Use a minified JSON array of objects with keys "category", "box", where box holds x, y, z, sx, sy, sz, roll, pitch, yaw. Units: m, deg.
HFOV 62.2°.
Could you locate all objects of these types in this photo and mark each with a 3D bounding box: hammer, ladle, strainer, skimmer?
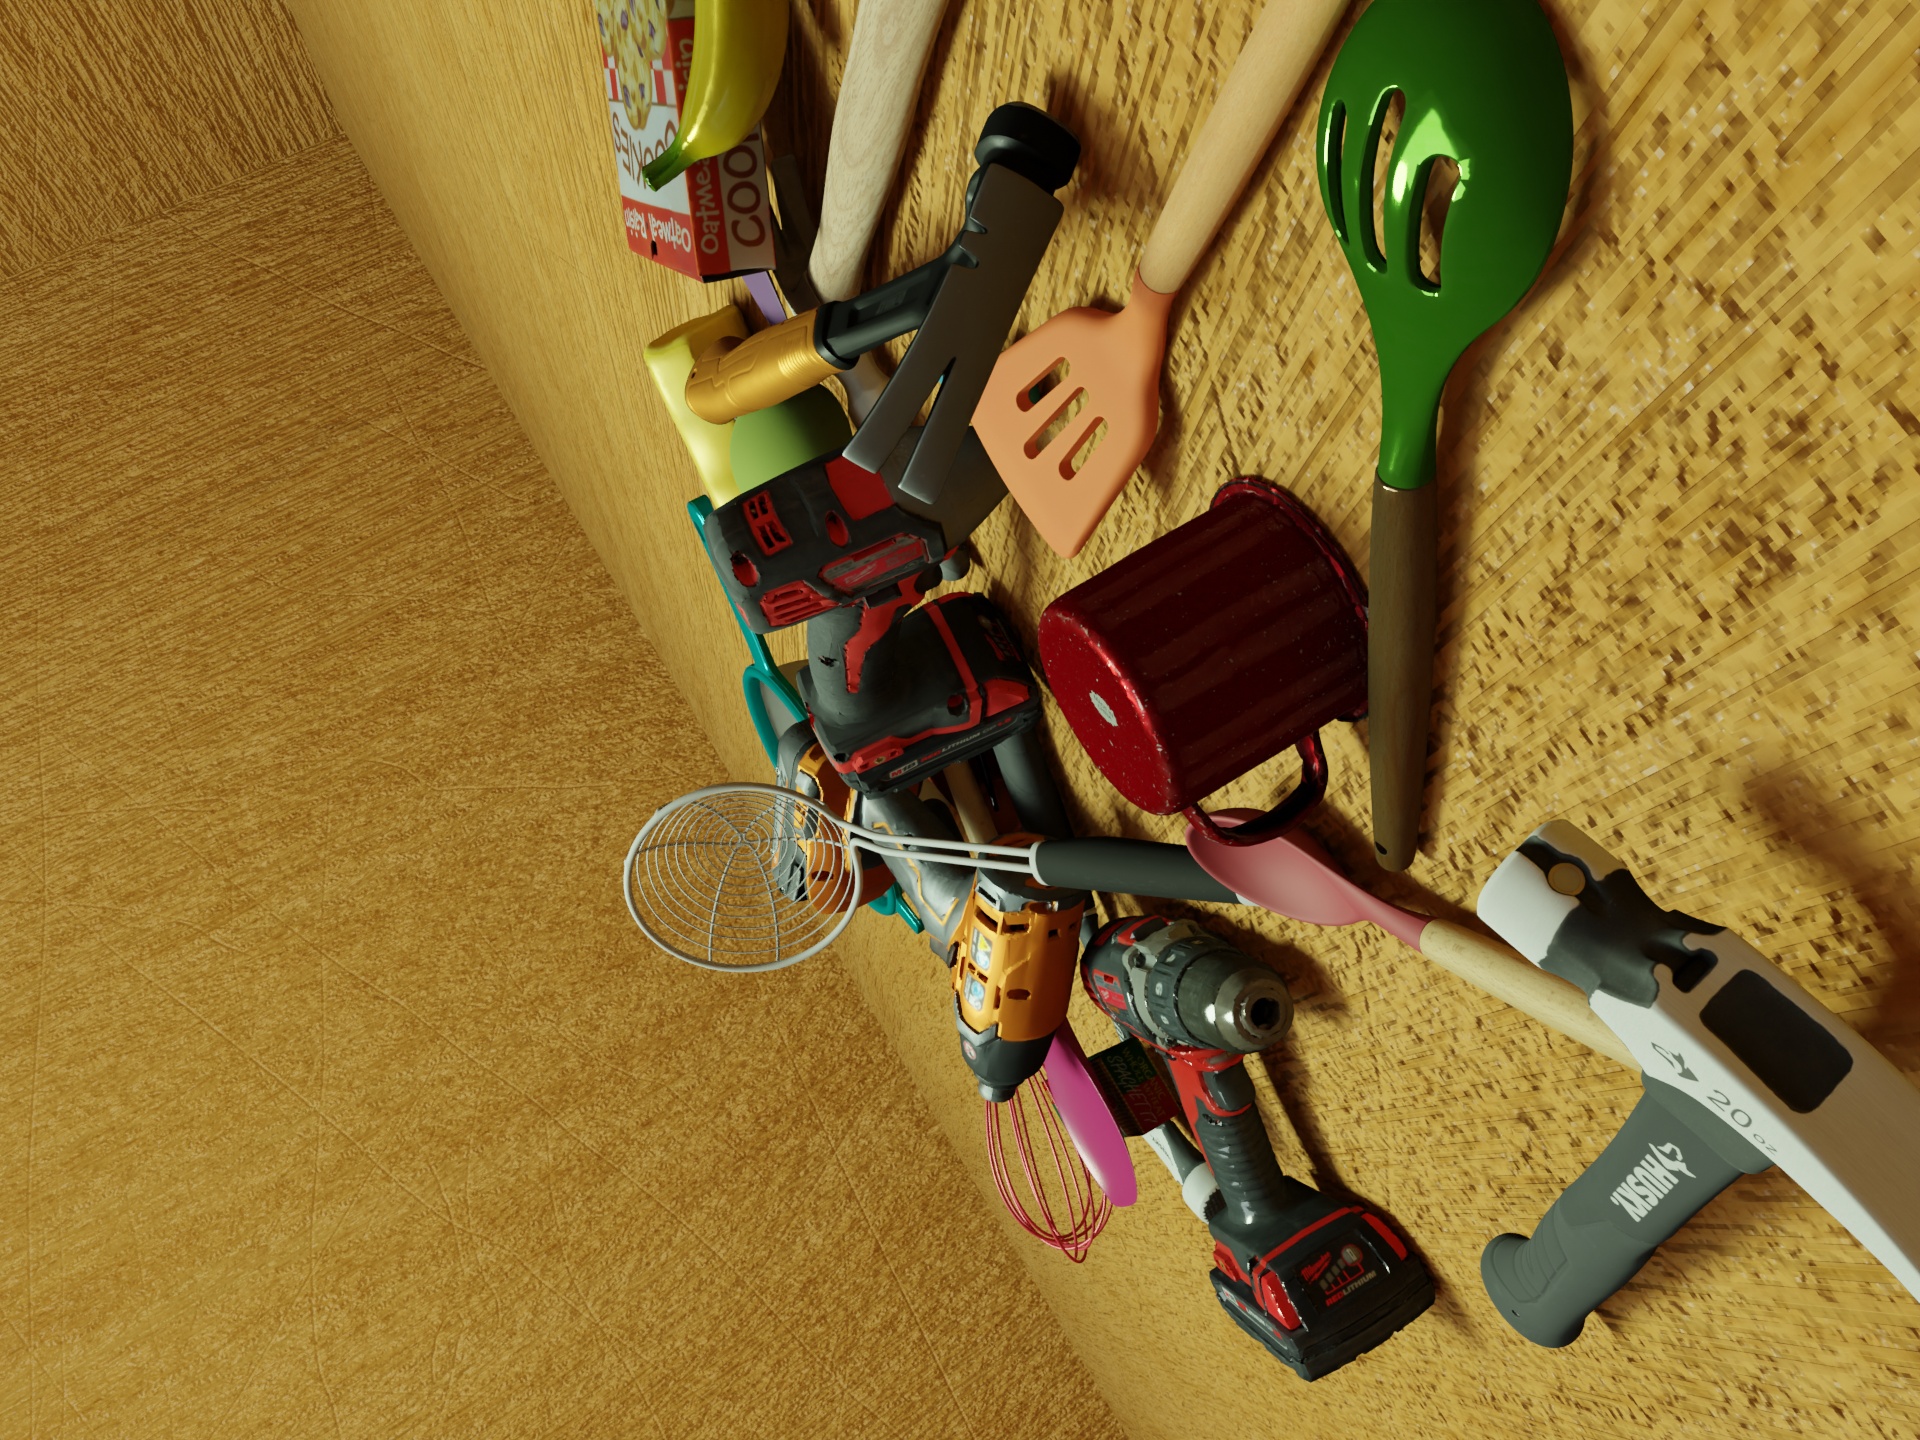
[{"category":"hammer","box":[0.078,0.130,0.974,0.149,0.036,0.408,41,157,57]},{"category":"hammer","box":[-0.043,-0.227,0.658,0.130,0.031,0.331,59,167,3]},{"category":"ladle","box":[-0.064,-0.069,0.916,0.078,0.062,0.319,42,164,30]},{"category":"strainer","box":[-0.091,-0.022,1.152,0.211,0.095,0.340,30,145,61]},{"category":"hammer","box":[-0.060,-0.145,0.643,0.034,0.127,0.337,25,175,-23]},{"category":"skimmer","box":[-0.019,0.086,0.777,0.363,0.090,0.127,1,132,42]},{"category":"hammer","box":[0.206,0.152,0.483,0.146,0.035,0.334,44,166,28]},{"category":"ladle","box":[0.172,0.080,0.523,0.069,0.031,0.316,45,172,-25]}]

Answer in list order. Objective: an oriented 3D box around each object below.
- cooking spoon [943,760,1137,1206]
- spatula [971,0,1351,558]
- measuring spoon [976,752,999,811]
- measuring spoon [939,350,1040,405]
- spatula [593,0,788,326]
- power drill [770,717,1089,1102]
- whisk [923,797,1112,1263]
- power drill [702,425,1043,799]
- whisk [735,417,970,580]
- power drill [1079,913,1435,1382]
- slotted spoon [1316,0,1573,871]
[{"category":"cooking spoon","box":[0.037,0.127,0.927,0.319,0.017,0.068,68,156,13]},{"category":"spatula","box":[0.057,-0.137,0.457,0.081,0.041,0.322,59,166,7]},{"category":"measuring spoon","box":[-0.002,-0.003,0.950,0.034,0.018,0.124,76,177,-80]},{"category":"measuring spoon","box":[0.009,-0.148,0.681,0.129,0.021,0.042,-125,15,-62]},{"category":"spatula","box":[-0.147,-0.309,0.825,0.059,0.018,0.316,82,162,-64]},{"category":"power drill","box":[-0.020,0.106,0.915,0.227,0.084,0.164,36,129,42]},{"category":"whisk","box":[0.027,0.186,0.981,0.073,0.073,0.296,110,142,-73]},{"category":"power drill","box":[-0.026,-0.055,0.756,0.219,0.143,0.079,73,171,-63]},{"category":"whisk","box":[-0.069,-0.149,0.897,0.239,0.055,0.055,46,161,34]},{"category":"power drill","box":[0.146,0.202,0.787,0.226,0.080,0.188,64,167,-4]},{"category":"slotted spoon","box":[0.123,-0.048,0.436,0.070,0.031,0.313,47,163,37]}]
